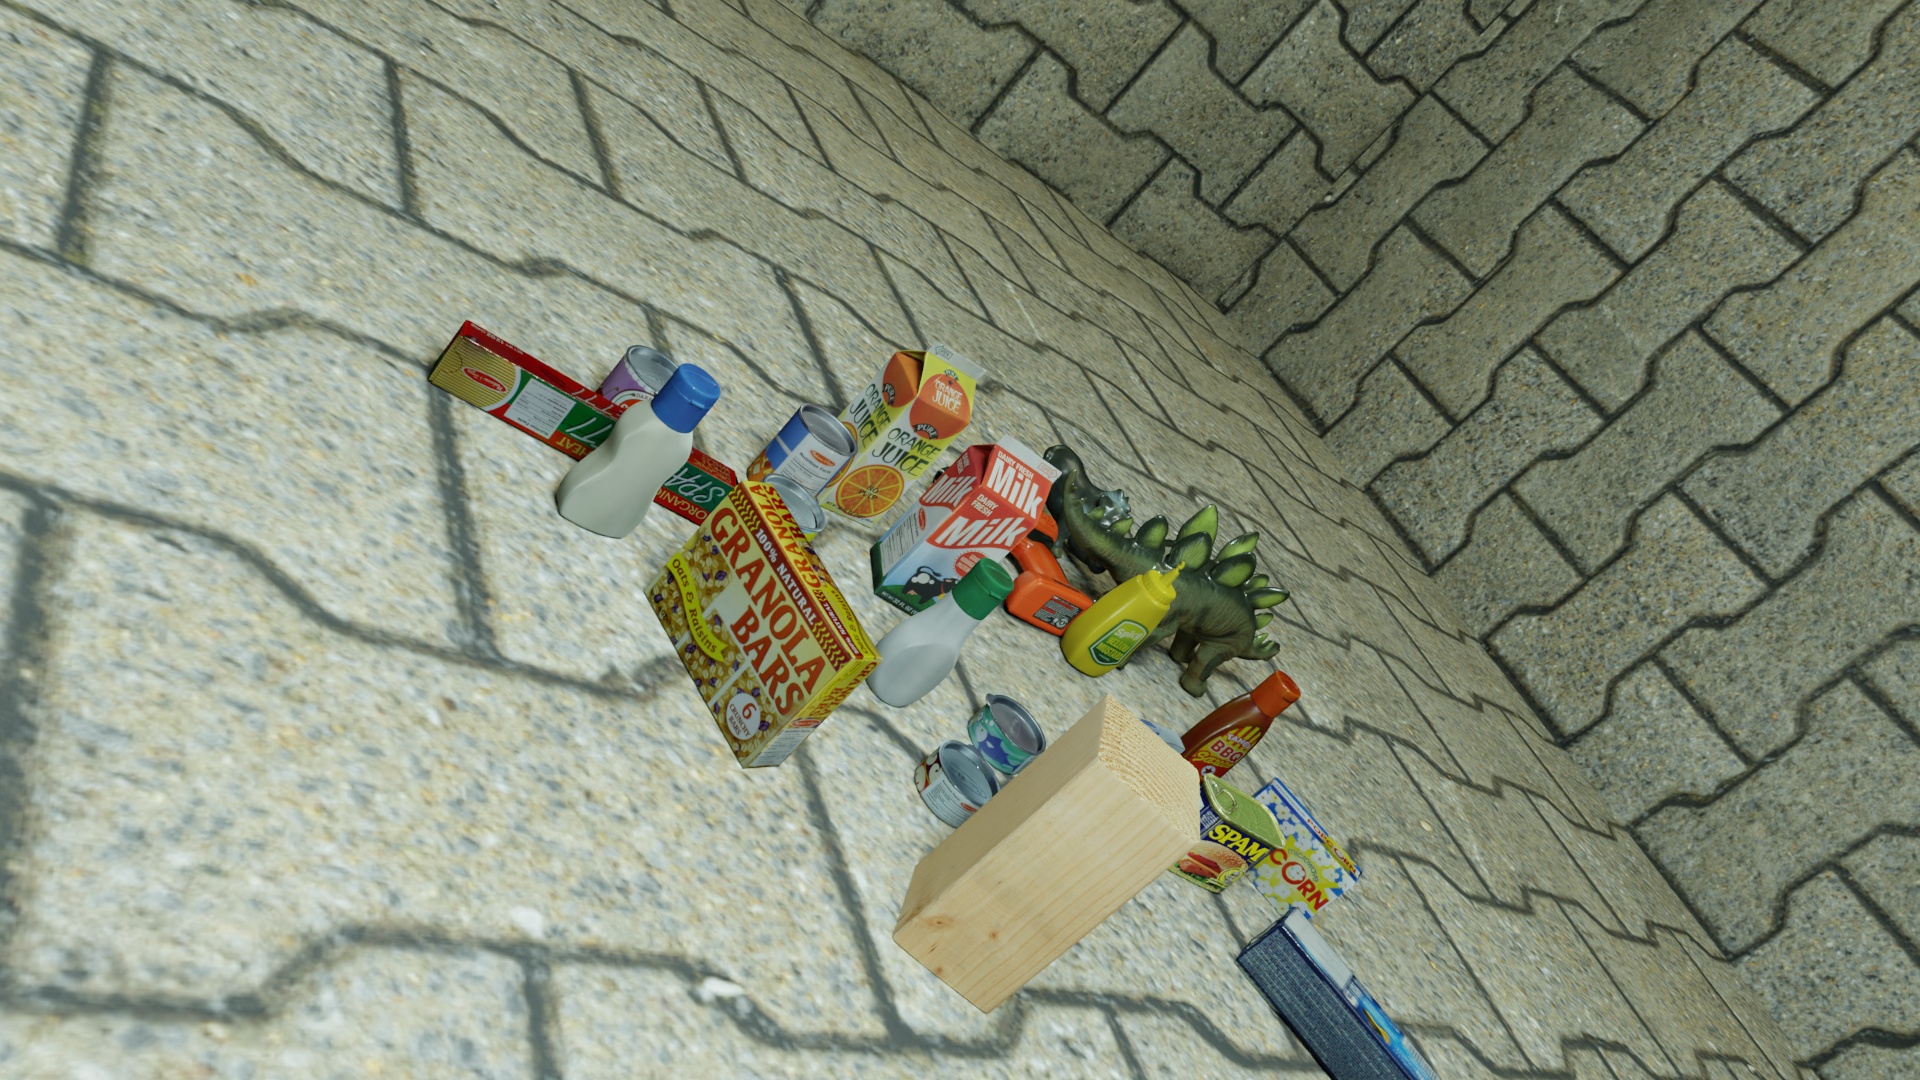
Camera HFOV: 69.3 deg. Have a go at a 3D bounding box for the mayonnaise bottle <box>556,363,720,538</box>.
[{"bbox_3d":[-0.233,-0.067,1.022,0.065,0.147,0.041,26,28,-39],"label":"mayonnaise bottle"}]

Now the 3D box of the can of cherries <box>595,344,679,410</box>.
[{"bbox_3d":[-0.269,-0.121,1.173,0.071,0.058,0.072,37,23,-18],"label":"can of cherries"}]

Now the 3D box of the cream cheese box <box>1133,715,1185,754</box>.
[{"bbox_3d":[0.168,0.200,1.363,0.104,0.053,0.024,24,29,-40],"label":"cream cheese box"}]

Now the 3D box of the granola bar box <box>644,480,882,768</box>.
[{"bbox_3d":[-0.144,0.059,0.986,0.039,0.124,0.166,8,42,-56],"label":"granola bar box"}]

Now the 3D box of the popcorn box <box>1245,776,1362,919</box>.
[{"bbox_3d":[0.325,0.313,1.392,0.127,0.085,0.038,49,22,11],"label":"popcorn box"}]

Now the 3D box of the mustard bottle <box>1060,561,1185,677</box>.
[{"bbox_3d":[0.177,0.076,1.454,0.065,0.159,0.049,29,27,-34],"label":"mustard bottle"}]

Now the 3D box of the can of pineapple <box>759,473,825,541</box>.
[{"bbox_3d":[-0.159,-0.014,1.176,0.071,0.057,0.071,37,23,-18],"label":"can of pineapple"}]

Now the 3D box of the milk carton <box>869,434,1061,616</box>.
[{"bbox_3d":[0.005,-0.016,1.283,0.072,0.190,0.074,33,25,-26],"label":"milk carton"}]

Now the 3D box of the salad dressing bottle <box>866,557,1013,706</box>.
[{"bbox_3d":[-0.017,0.075,1.143,0.064,0.147,0.044,30,26,-33],"label":"salad dressing bottle"}]

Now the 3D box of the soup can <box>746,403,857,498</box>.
[{"bbox_3d":[-0.145,-0.075,1.271,0.071,0.083,0.072,37,23,-18],"label":"soup can"}]

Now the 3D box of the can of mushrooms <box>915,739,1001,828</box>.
[{"bbox_3d":[-0.001,0.194,1.111,0.071,0.033,0.071,36,23,-18],"label":"can of mushrooms"}]

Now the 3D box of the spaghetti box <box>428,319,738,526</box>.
[{"bbox_3d":[-0.289,-0.087,1.091,0.250,0.050,0.029,31,26,-30],"label":"spaghetti box"}]

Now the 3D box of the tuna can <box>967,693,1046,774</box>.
[{"bbox_3d":[0.039,0.170,1.223,0.071,0.032,0.071,36,23,-18],"label":"tuna can"}]

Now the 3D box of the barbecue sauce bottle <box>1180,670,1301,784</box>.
[{"bbox_3d":[0.290,0.195,1.454,0.065,0.148,0.044,31,25,-29],"label":"barbecue sauce bottle"}]

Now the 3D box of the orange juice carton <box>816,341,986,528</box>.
[{"bbox_3d":[-0.060,-0.109,1.333,0.072,0.192,0.073,25,29,-40],"label":"orange juice carton"}]
